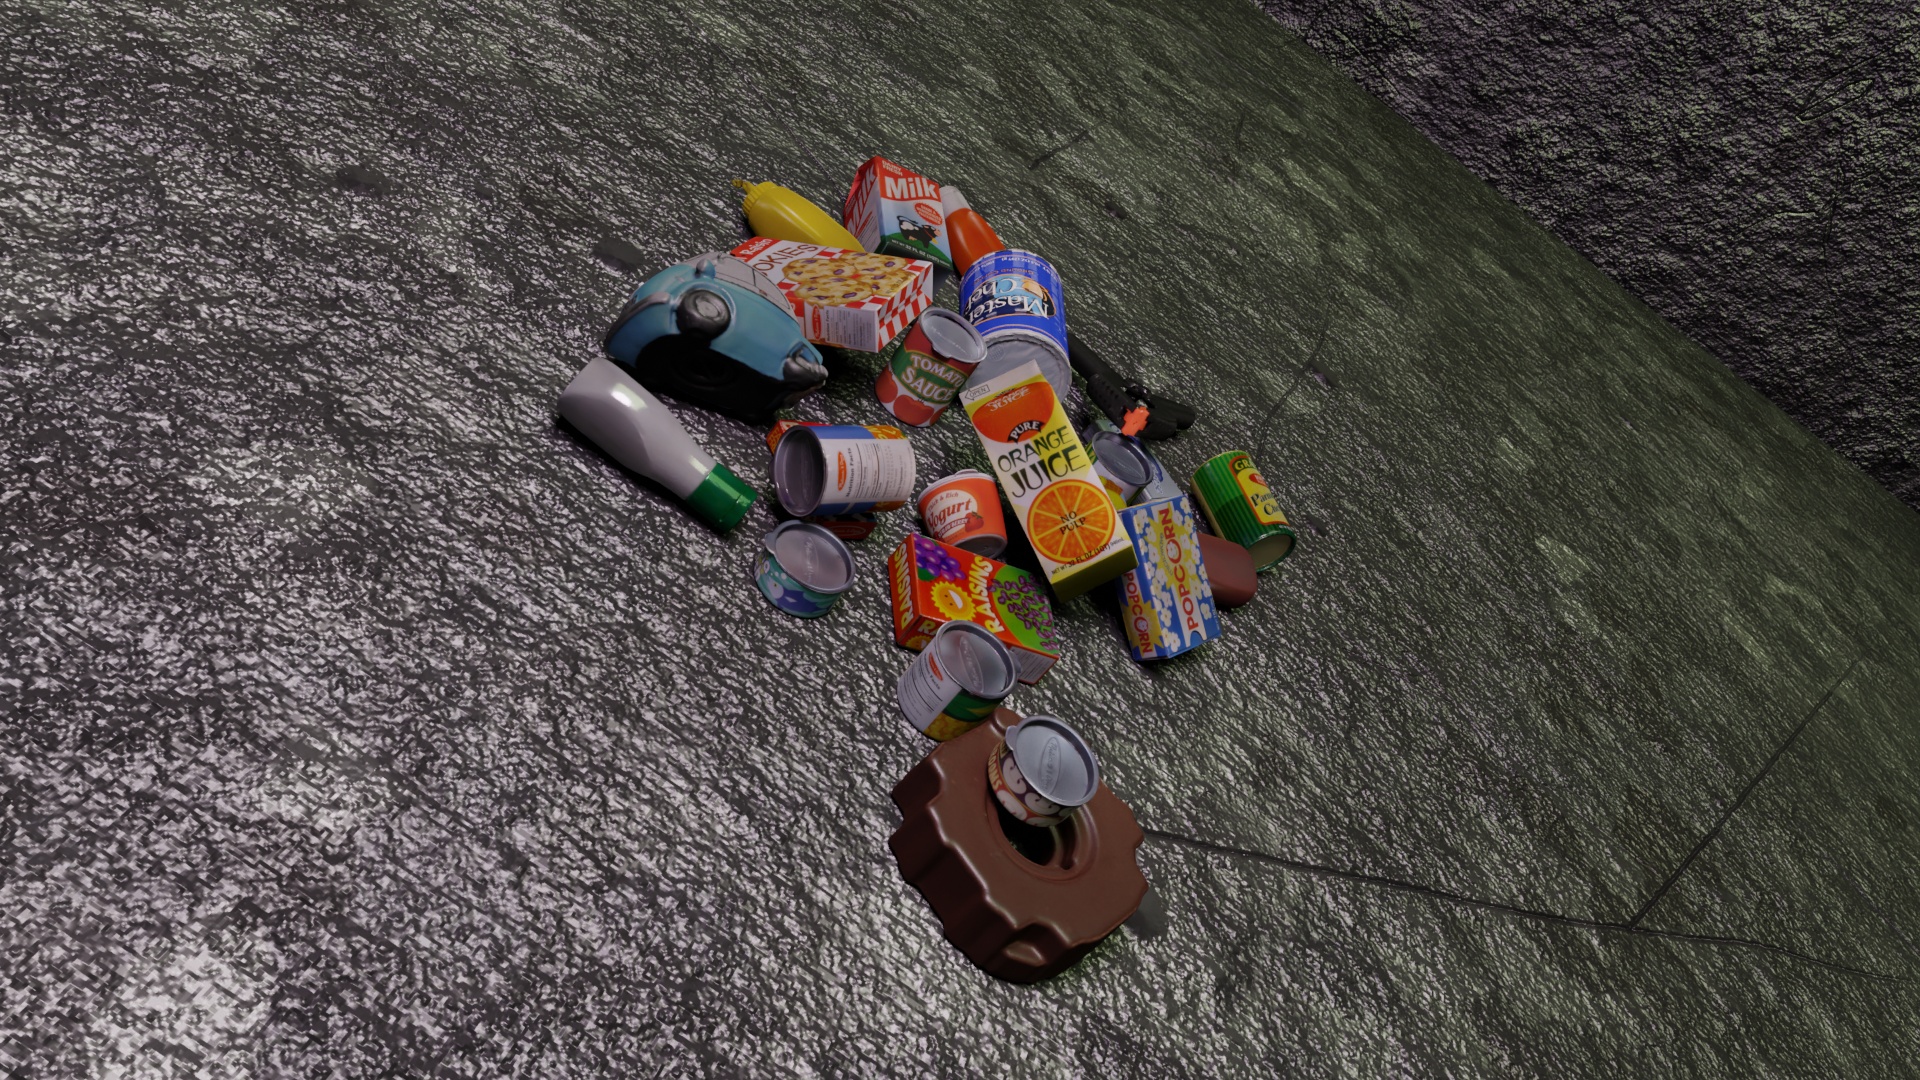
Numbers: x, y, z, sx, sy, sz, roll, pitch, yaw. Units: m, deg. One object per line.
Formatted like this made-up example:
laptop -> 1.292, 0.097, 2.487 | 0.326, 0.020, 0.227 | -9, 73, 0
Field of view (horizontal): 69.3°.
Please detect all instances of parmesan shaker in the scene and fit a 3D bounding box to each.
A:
parmesan shaker -> 0.274, -0.026, 1.341 | 0.071, 0.071, 0.103 | 6, 47, -37

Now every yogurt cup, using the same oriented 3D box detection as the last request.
yogurt cup -> 0.004, -0.014, 1.097 | 0.072, 0.072, 0.054 | 6, 55, -37

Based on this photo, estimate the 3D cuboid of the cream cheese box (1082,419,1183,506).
cream cheese box -> 0.165, -0.072, 1.330 | 0.053, 0.024, 0.104 | -5, 54, -46

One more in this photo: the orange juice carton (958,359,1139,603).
orange juice carton -> 0.068, -0.054, 1.116 | 0.193, 0.072, 0.073 | 65, 3, 20

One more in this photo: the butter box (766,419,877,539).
butter box -> -0.107, -0.047, 1.069 | 0.053, 0.024, 0.104 | 1, 50, -41

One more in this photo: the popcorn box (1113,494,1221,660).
popcorn box -> 0.168, 0.030, 1.166 | 0.085, 0.038, 0.126 | -14, 90, -48

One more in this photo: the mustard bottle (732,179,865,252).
mustard bottle -> -0.150, -0.279, 1.250 | 0.160, 0.065, 0.049 | 46, 40, 16

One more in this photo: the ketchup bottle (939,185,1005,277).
ketchup bottle -> 0.014, -0.305, 1.433 | 0.065, 0.043, 0.149 | 1, 50, -41

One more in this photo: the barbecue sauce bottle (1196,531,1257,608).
barbecue sauce bottle -> 0.196, 0.016, 1.246 | 0.148, 0.043, 0.065 | 15, 44, -28

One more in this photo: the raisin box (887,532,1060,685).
raisin box -> 0.009, 0.052, 1.051 | 0.123, 0.040, 0.086 | 19, 41, -26

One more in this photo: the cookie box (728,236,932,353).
cookie box -> -0.123, -0.206, 1.147 | 0.167, 0.040, 0.123 | 11, 32, 16

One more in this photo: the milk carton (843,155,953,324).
milk carton -> -0.063, -0.302, 1.339 | 0.072, 0.073, 0.191 | 18, 40, -26

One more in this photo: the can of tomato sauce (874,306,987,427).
can of tomato sauce -> -0.027, -0.147, 1.196 | 0.071, 0.082, 0.071 | 23, 39, -20

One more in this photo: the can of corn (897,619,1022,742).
can of corn -> -0.001, 0.099, 0.974 | 0.071, 0.058, 0.071 | 23, 39, -20

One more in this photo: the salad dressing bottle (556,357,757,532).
salad dressing bottle -> -0.210, -0.065, 0.973 | 0.147, 0.064, 0.044 | 40, 54, -12

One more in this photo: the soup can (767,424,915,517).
soup can -> -0.086, -0.052, 1.017 | 0.084, 0.071, 0.071 | -4, 54, -42

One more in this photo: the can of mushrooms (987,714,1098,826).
can of mushrooms -> 0.051, 0.147, 0.895 | 0.071, 0.033, 0.071 | 22, 43, -22

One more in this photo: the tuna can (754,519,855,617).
tuna can -> -0.113, 0.020, 0.985 | 0.071, 0.032, 0.071 | 23, 39, -20

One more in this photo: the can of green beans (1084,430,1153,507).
can of green beans -> 0.131, -0.056, 1.255 | 0.071, 0.057, 0.071 | 23, 39, -20

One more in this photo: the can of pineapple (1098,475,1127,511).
can of pineapple -> 0.100, -0.024, 1.185 | 0.058, 0.070, 0.071 | -8, 56, -46
